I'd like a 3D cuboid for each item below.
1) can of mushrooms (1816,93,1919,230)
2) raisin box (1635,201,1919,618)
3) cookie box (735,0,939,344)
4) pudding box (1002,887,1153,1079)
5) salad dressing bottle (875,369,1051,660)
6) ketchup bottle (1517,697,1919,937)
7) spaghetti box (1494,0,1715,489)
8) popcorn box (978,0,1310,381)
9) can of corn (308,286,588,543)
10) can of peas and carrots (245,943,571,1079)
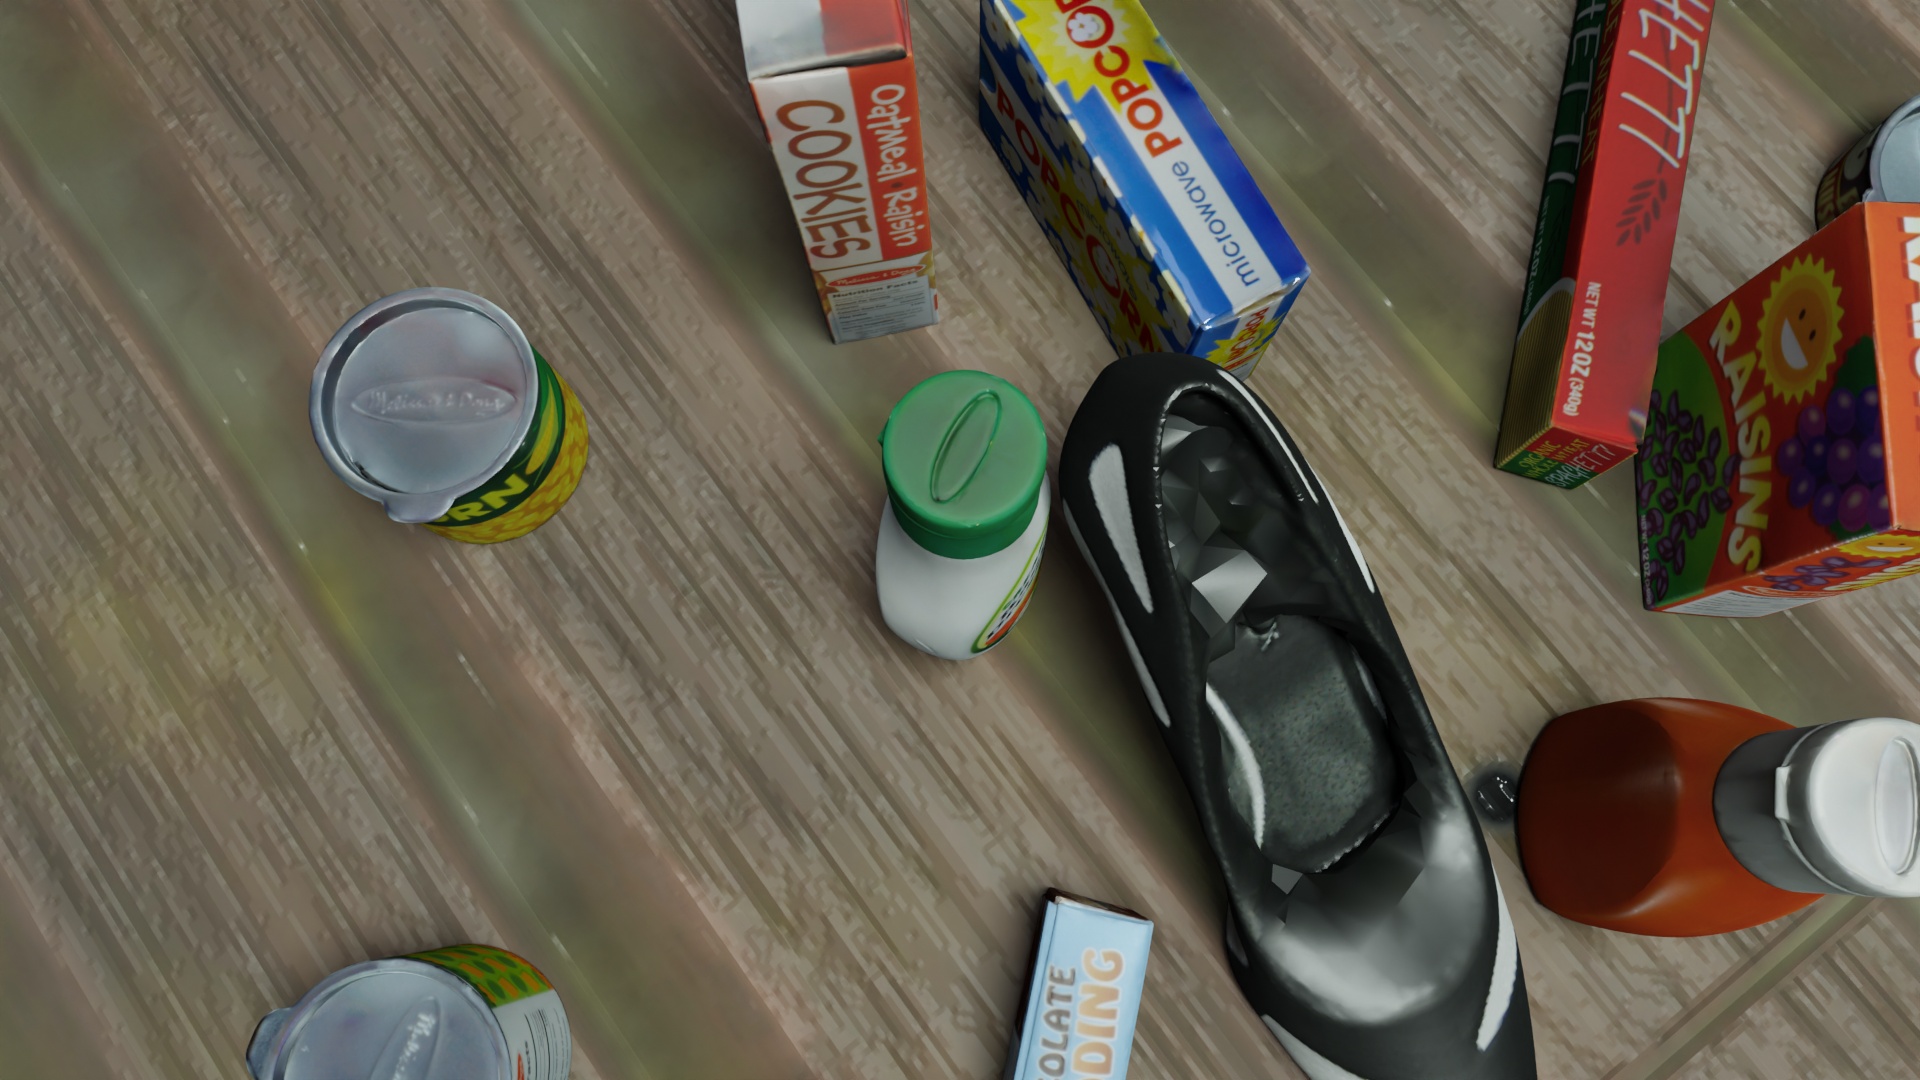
[{"bbox_3d":[0.317,-0.109,0.450,0.071,0.033,0.071,0,77,1],"label":"can of mushrooms"},{"bbox_3d":[0.236,-0.029,0.387,0.040,0.123,0.086,4,78,2],"label":"raisin box"},{"bbox_3d":[-0.038,-0.144,0.394,0.040,0.167,0.123,-12,78,-2],"label":"cookie box"},{"bbox_3d":[0.030,0.142,0.388,0.030,0.049,0.084,12,78,3],"label":"pudding box"},{"bbox_3d":[0.001,-0.005,0.372,0.044,0.147,0.064,26,79,6],"label":"salad dressing bottle"},{"bbox_3d":[0.189,0.069,0.352,0.043,0.148,0.065,8,78,3],"label":"ketchup bottle"},{"bbox_3d":[0.215,-0.141,0.450,0.029,0.050,0.250,14,78,4],"label":"spaghetti box"},{"bbox_3d":[0.051,-0.108,0.426,0.038,0.085,0.127,-28,79,-5],"label":"popcorn box"},{"bbox_3d":[-0.154,-0.034,0.426,0.071,0.058,0.071,0,77,1],"label":"can of corn"},{"bbox_3d":[-0.150,0.147,0.385,0.071,0.058,0.071,0,77,1],"label":"can of peas and carrots"}]
